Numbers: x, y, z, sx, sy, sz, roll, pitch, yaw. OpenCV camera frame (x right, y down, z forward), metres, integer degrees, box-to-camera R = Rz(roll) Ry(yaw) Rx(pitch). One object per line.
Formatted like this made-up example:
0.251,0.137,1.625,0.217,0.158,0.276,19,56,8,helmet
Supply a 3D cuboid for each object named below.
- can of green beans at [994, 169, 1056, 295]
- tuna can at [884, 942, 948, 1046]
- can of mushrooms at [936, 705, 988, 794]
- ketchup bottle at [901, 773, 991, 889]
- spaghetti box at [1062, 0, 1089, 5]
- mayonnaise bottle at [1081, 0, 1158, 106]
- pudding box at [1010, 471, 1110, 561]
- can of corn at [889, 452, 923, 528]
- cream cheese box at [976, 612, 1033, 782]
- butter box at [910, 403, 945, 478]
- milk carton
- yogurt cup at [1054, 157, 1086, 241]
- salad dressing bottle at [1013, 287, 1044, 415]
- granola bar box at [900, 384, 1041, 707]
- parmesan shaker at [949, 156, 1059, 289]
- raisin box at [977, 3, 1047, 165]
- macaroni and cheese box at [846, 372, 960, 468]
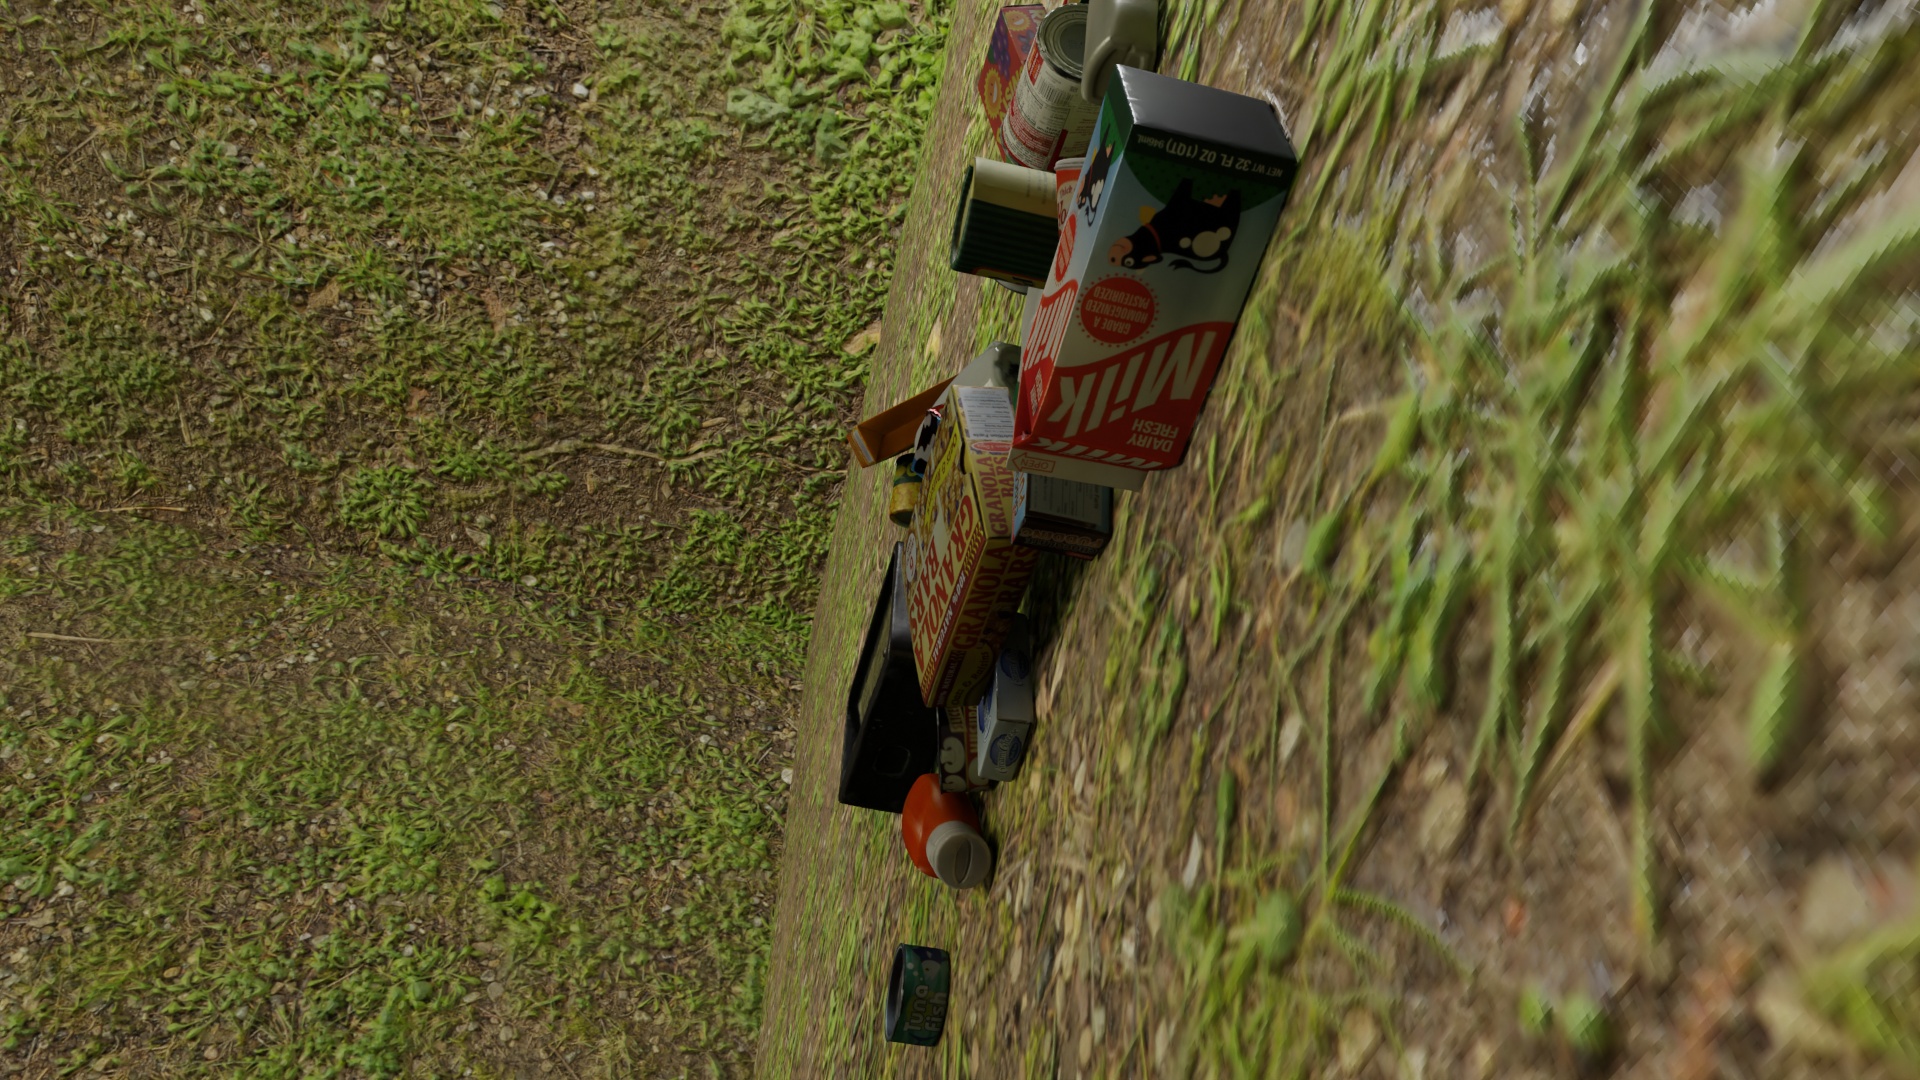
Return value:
0.052,-0.213,0.959,0.057,0.071,0.071,115,163,-59,can of green beans
-0.030,0.315,0.960,0.071,0.033,0.071,-167,87,-82,tuna can
0.001,0.133,0.924,0.071,0.033,0.071,-54,-38,-90,can of mushrooms
-0.010,0.199,0.935,0.149,0.043,0.064,179,100,-82,ketchup bottle
0.079,-0.371,1.112,0.249,0.029,0.050,122,156,-68,spaghetti box
0.104,-0.346,0.874,0.064,0.041,0.149,119,161,-62,mayonnaise bottle
0.056,-0.034,0.762,0.030,0.050,0.084,115,162,-55,pudding box
-0.032,-0.046,1.318,0.071,0.071,0.058,124,154,-70,can of corn
0.027,0.097,0.880,0.104,0.024,0.053,-90,12,-54,cream cheese box
0.015,-0.043,0.925,0.024,0.104,0.052,-24,-38,-42,butter box
0.077,-0.103,0.624,0.074,0.072,0.189,-91,14,-53,milk carton
0.081,-0.167,0.721,0.072,0.072,0.054,-123,36,-78,yogurt cup
0.061,-0.134,0.885,0.064,0.044,0.147,-134,54,-78,salad dressing bottle
0.002,0.006,0.851,0.164,0.039,0.125,108,157,-46,granola bar box
0.050,-0.178,0.796,0.071,0.103,0.071,-167,87,-82,parmesan shaker
0.055,-0.333,1.060,0.085,0.040,0.124,113,144,-60,raisin box
-0.038,-0.110,1.263,0.040,0.124,0.166,63,173,-4,macaroni and cheese box
